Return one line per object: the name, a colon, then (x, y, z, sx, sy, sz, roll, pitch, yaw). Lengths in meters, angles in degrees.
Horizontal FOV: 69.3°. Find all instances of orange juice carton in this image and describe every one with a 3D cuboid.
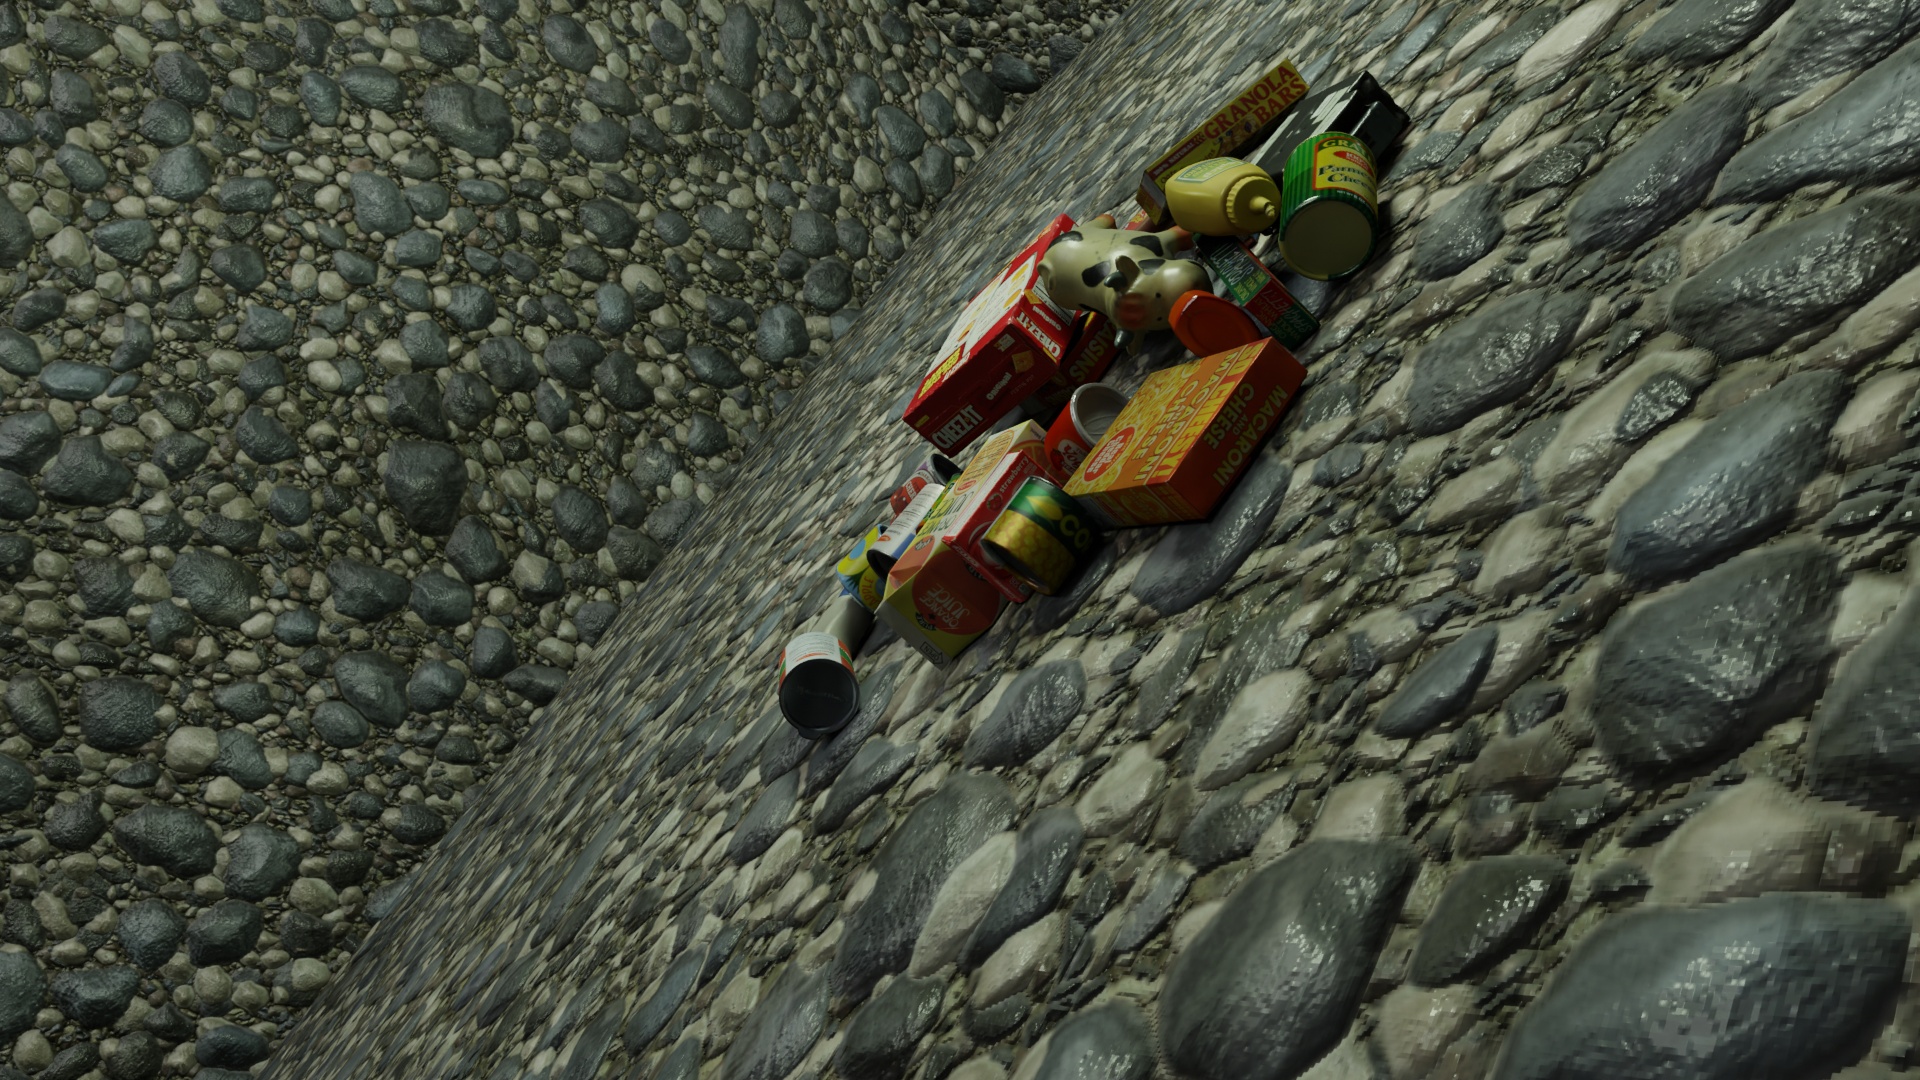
orange juice carton: (0.013, 0.004, 1.075, 0.193, 0.071, 0.073, -54, 15, -21)

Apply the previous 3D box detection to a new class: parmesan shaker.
parmesan shaker: (0.261, -0.233, 0.975, 0.071, 0.071, 0.103, -38, 22, 36)

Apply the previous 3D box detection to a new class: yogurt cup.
yogurt cup: (0.100, -0.078, 1.054, 0.053, 0.072, 0.073, -45, 13, 48)

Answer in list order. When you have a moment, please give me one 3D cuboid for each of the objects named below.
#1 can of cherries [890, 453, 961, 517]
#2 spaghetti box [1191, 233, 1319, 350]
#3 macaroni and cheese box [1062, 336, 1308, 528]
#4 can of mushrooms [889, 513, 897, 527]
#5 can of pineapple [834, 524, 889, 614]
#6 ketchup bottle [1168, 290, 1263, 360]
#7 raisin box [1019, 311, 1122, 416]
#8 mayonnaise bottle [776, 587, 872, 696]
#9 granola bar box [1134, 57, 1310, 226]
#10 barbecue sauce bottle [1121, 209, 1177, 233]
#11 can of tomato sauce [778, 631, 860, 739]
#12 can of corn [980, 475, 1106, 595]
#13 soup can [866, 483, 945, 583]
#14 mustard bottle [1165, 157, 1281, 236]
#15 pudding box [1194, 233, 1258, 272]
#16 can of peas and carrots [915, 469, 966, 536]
can of cherries: (-0.024, -0.038, 1.293, 0.058, 0.071, 0.072, -44, 15, 20)
spaghetti box: (0.217, -0.198, 1.044, 0.028, 0.050, 0.251, -46, 15, 17)
macaroni and cheese box: (0.146, -0.068, 0.938, 0.124, 0.040, 0.166, -53, 15, -14)
can of mushrooms: (-0.038, -0.025, 1.372, 0.071, 0.033, 0.071, -44, 16, 16)
can of pineapple: (-0.071, 0.028, 1.269, 0.057, 0.071, 0.071, -45, 15, 13)
ketchup bottle: (0.183, -0.160, 1.028, 0.043, 0.065, 0.149, -58, 3, 13)
raisin box: (0.103, -0.170, 1.323, 0.086, 0.040, 0.123, -53, 14, -18)
mayonnaise bottle: (-0.115, 0.089, 1.292, 0.064, 0.041, 0.149, -33, 20, 47)
granola bar box: (0.246, -0.375, 1.323, 0.165, 0.039, 0.124, -38, -1, 3)
barbecue sauce bottle: (0.218, -0.342, 1.417, 0.148, 0.043, 0.065, -45, 10, 11)
can of tomato sauce: (-0.121, 0.122, 1.181, 0.071, 0.071, 0.083, -48, 14, 4)
can of corn: (0.058, -0.002, 0.979, 0.058, 0.071, 0.071, -52, 15, -11)
soup can: (-0.029, 0.004, 1.210, 0.084, 0.071, 0.071, -50, 14, -22)
mustard bottle: (0.207, -0.260, 1.056, 0.065, 0.048, 0.160, -25, 21, -4)
pudding box: (0.238, -0.277, 1.221, 0.049, 0.030, 0.084, -38, 18, 38)
can of peas and carrots: (0.004, -0.014, 1.151, 0.059, 0.071, 0.071, -55, 16, -21)
